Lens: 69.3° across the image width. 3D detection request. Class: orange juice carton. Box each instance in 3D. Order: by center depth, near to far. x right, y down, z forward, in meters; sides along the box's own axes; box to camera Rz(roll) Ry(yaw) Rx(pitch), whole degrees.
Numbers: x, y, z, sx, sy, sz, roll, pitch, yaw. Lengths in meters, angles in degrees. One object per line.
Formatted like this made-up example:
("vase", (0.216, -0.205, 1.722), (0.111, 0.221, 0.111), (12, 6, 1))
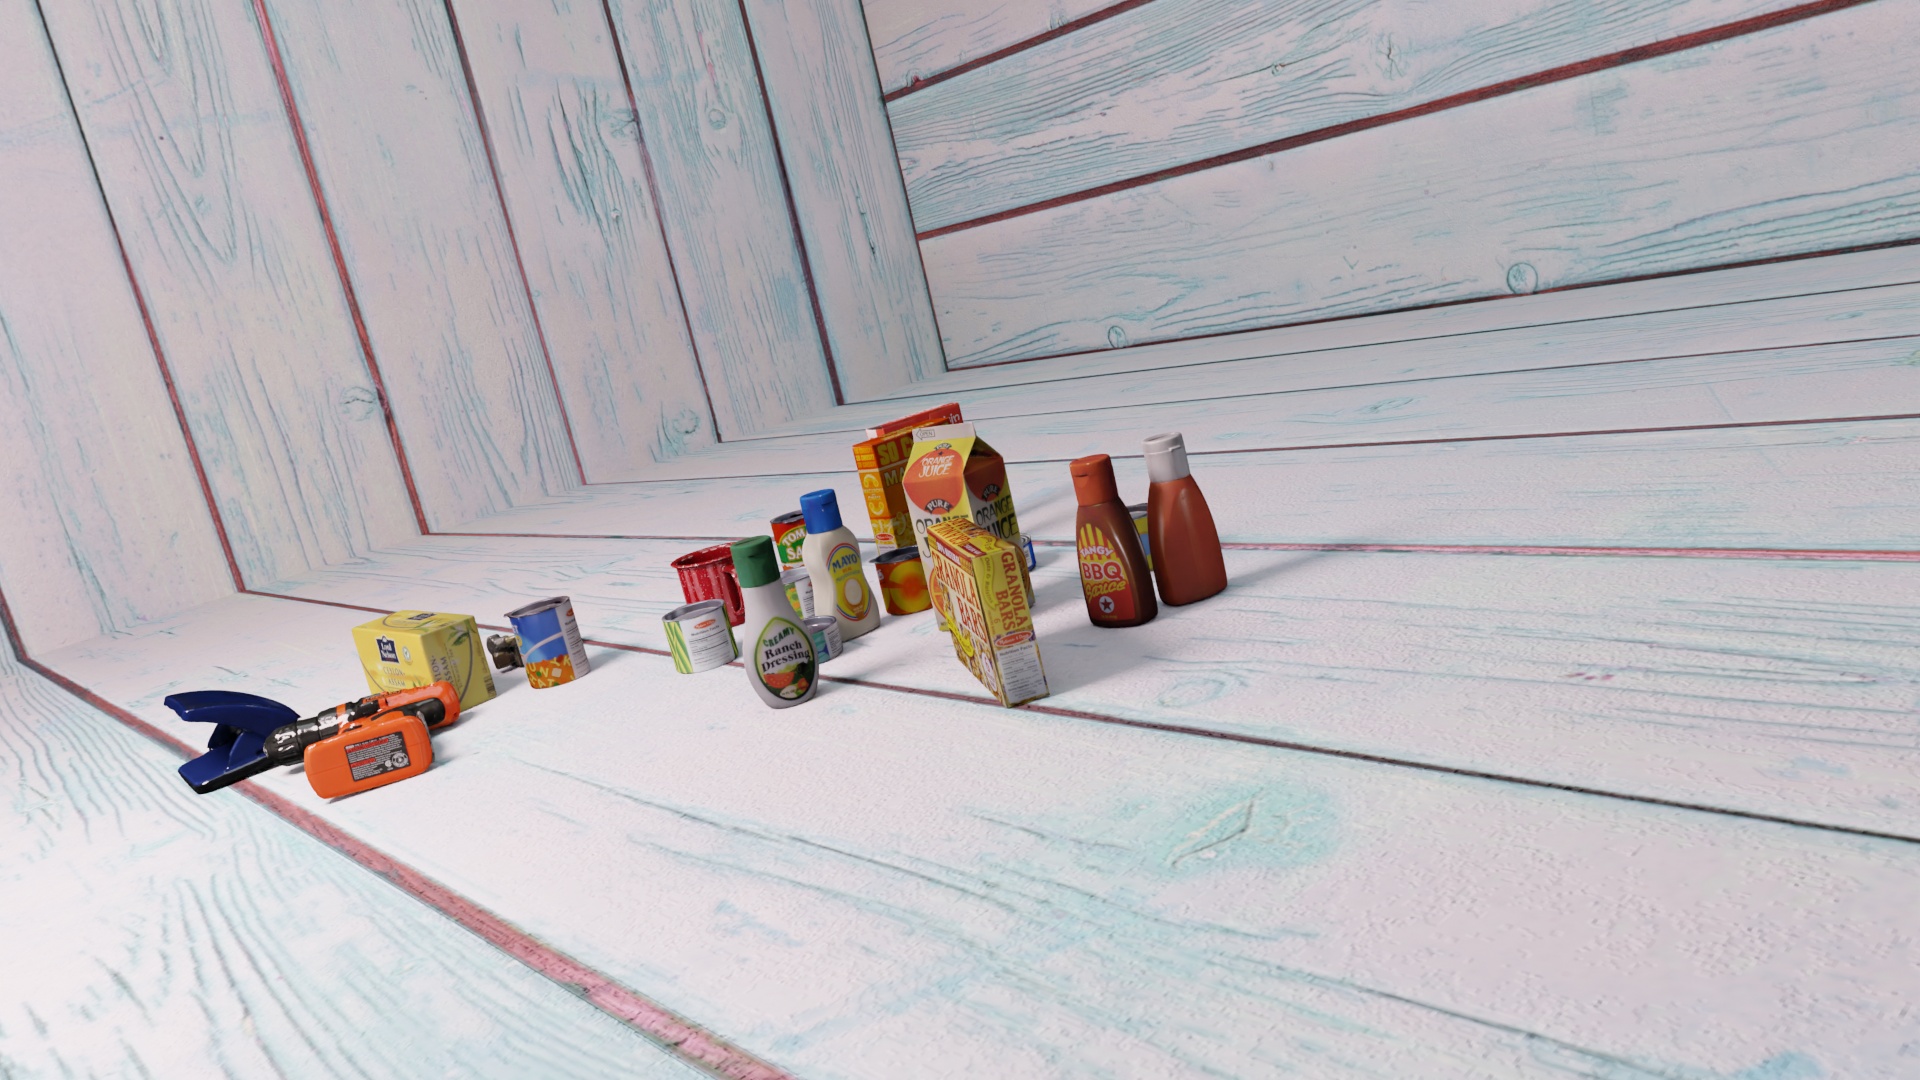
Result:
("orange juice carton", (0.005, -0.017, 1.316), (0.071, 0.192, 0.073), (-5, 14, 35))

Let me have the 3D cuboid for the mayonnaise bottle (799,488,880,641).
("mayonnaise bottle", (-0.125, 0.024, 1.382), (0.065, 0.147, 0.041), (-22, 14, -38))

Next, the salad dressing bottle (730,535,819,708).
("salad dressing bottle", (-0.165, 0.070, 1.208), (0.064, 0.147, 0.044), (-17, 12, -20))

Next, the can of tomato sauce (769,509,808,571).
("can of tomato sauce", (-0.189, 0.008, 1.688), (0.071, 0.083, 0.071), (-13, 11, 3))

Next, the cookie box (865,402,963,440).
("cookie box", (-0.038, -0.074, 1.697), (0.123, 0.167, 0.040), (-22, 14, -37))

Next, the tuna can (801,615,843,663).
("tuna can", (-0.151, 0.099, 1.340), (0.071, 0.032, 0.071), (-13, 12, 3))

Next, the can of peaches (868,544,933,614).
("can of peaches", (-0.054, 0.041, 1.444), (0.071, 0.058, 0.071), (-13, 11, 3))

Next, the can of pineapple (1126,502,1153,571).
("can of pineapple", (0.171, -0.001, 1.389), (0.071, 0.057, 0.071), (-13, 11, 3))

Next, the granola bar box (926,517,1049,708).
("granola bar box", (0.019, 0.054, 1.134), (0.039, 0.124, 0.165), (-16, 12, -11))

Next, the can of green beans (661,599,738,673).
("can of green beans", (-0.264, 0.097, 1.413), (0.071, 0.057, 0.071), (-13, 11, 3))

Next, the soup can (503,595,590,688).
("soup can", (-0.444, 0.110, 1.492), (0.071, 0.083, 0.071), (-13, 11, 3))

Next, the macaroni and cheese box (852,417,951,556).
("macaroni and cheese box", (-0.046, -0.043, 1.565), (0.124, 0.166, 0.040), (-23, 15, -41))

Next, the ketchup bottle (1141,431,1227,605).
("ketchup bottle", (0.194, -0.021, 1.232), (0.065, 0.148, 0.043), (-18, 12, -24))

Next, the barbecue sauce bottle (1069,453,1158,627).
("barbecue sauce bottle", (0.128, 0.000, 1.209), (0.065, 0.148, 0.044), (-3, 15, 44))

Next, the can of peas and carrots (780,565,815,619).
("can of peas and carrots", (-0.175, 0.064, 1.469), (0.071, 0.058, 0.071), (-13, 11, 3))
